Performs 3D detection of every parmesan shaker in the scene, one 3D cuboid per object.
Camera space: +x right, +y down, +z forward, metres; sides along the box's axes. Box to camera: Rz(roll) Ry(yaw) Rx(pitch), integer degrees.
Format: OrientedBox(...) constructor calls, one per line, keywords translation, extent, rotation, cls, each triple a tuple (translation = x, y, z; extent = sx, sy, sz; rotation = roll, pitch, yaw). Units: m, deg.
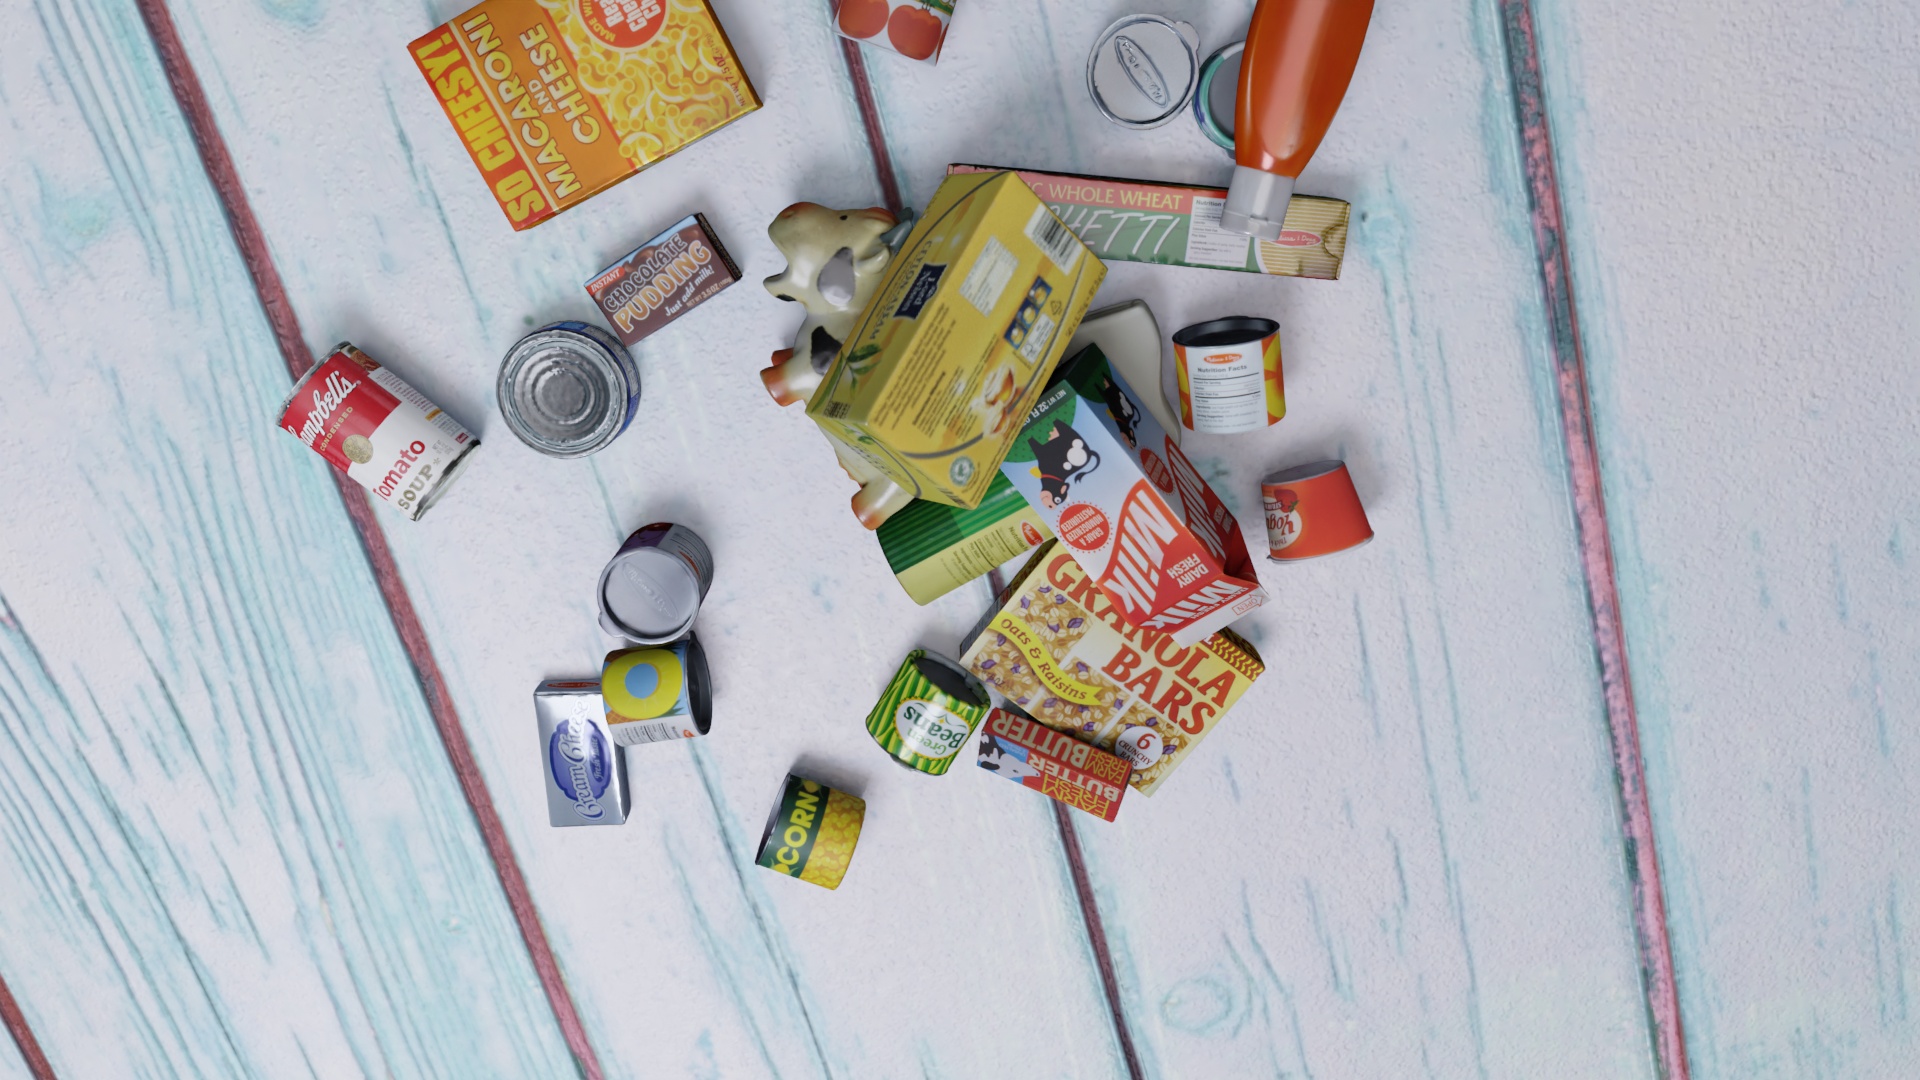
OrientedBox(translation=(0.003, -0.011, 0.895), extent=(0.103, 0.071, 0.071), rotation=(-28, 105, 9), cls="parmesan shaker")

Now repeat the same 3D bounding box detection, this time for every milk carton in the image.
OrientedBox(translation=(0.106, -0.019, 0.851), extent=(0.072, 0.074, 0.190), rotation=(-34, 100, 30), cls="milk carton")

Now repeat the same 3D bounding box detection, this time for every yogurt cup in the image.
OrientedBox(translation=(0.228, -0.019, 0.899), extent=(0.072, 0.072, 0.054), rotation=(-16, 98, 4), cls="yogurt cup")

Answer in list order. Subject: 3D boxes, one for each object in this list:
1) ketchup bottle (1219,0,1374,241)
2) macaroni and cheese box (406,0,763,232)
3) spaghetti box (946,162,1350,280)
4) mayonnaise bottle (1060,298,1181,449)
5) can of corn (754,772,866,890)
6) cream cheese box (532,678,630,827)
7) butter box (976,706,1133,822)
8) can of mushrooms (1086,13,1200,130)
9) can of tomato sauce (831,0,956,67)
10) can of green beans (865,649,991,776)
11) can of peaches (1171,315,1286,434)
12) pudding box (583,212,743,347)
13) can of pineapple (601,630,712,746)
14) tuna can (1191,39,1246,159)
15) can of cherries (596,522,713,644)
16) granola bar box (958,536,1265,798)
OrientedBox(translation=(0.188, -0.250, 0.804), extent=(0.065, 0.044, 0.148), rotation=(13, 105, -3), cls="ketchup bottle")
OrientedBox(translation=(-0.221, -0.277, 0.830), extent=(0.166, 0.040, 0.123), rotation=(-26, 105, 6), cls="macaroni and cheese box")
OrientedBox(translation=(0.113, -0.199, 0.862), extent=(0.250, 0.029, 0.050), rotation=(5, 107, -2), cls="spaghetti box")
OrientedBox(translation=(0.111, -0.076, 0.892), extent=(0.065, 0.041, 0.147), rotation=(-15, 108, 12), cls="mayonnaise bottle")
OrientedBox(translation=(-0.103, 0.201, 0.956), extent=(0.058, 0.071, 0.071), rotation=(21, 105, -7), cls="can of corn")
OrientedBox(translation=(-0.261, 0.148, 0.963), extent=(0.053, 0.024, 0.103), rotation=(-2, 106, 0), cls="cream cheese box")
OrientedBox(translation=(0.063, 0.152, 0.940), extent=(0.103, 0.024, 0.052), rotation=(21, 146, 12), cls="butter box")
OrientedBox(translation=(0.110, -0.282, 0.834), extent=(0.071, 0.033, 0.070), rotation=(1, 106, 2), cls="can of mushrooms")
OrientedBox(translation=(-0.031, -0.324, 0.802), extent=(0.071, 0.071, 0.082), rotation=(18, 106, -6), cls="can of tomato sauce")
OrientedBox(translation=(-0.021, 0.115, 0.934), extent=(0.071, 0.071, 0.057), rotation=(31, 104, -9), cls="can of green beans")
OrientedBox(translation=(0.170, -0.104, 0.871), extent=(0.071, 0.071, 0.057), rotation=(-9, 111, 2), cls="can of peaches")
OrientedBox(translation=(-0.186, -0.163, 0.869), extent=(0.083, 0.030, 0.049), rotation=(-30, 104, 8), cls="pudding box")
OrientedBox(translation=(-0.202, 0.100, 0.929), extent=(0.058, 0.071, 0.070), rotation=(-8, 107, 2), cls="can of pineapple")
OrientedBox(translation=(0.175, -0.266, 0.840), extent=(0.071, 0.033, 0.071), rotation=(0, 106, 0), cls="tuna can")
OrientedBox(translation=(-0.201, 0.028, 0.911), extent=(0.071, 0.058, 0.071), rotation=(0, 108, -1), cls="can of cherries")
OrientedBox(translation=(0.101, 0.078, 0.938), extent=(0.165, 0.039, 0.124), rotation=(36, 104, -10), cls="granola bar box")
